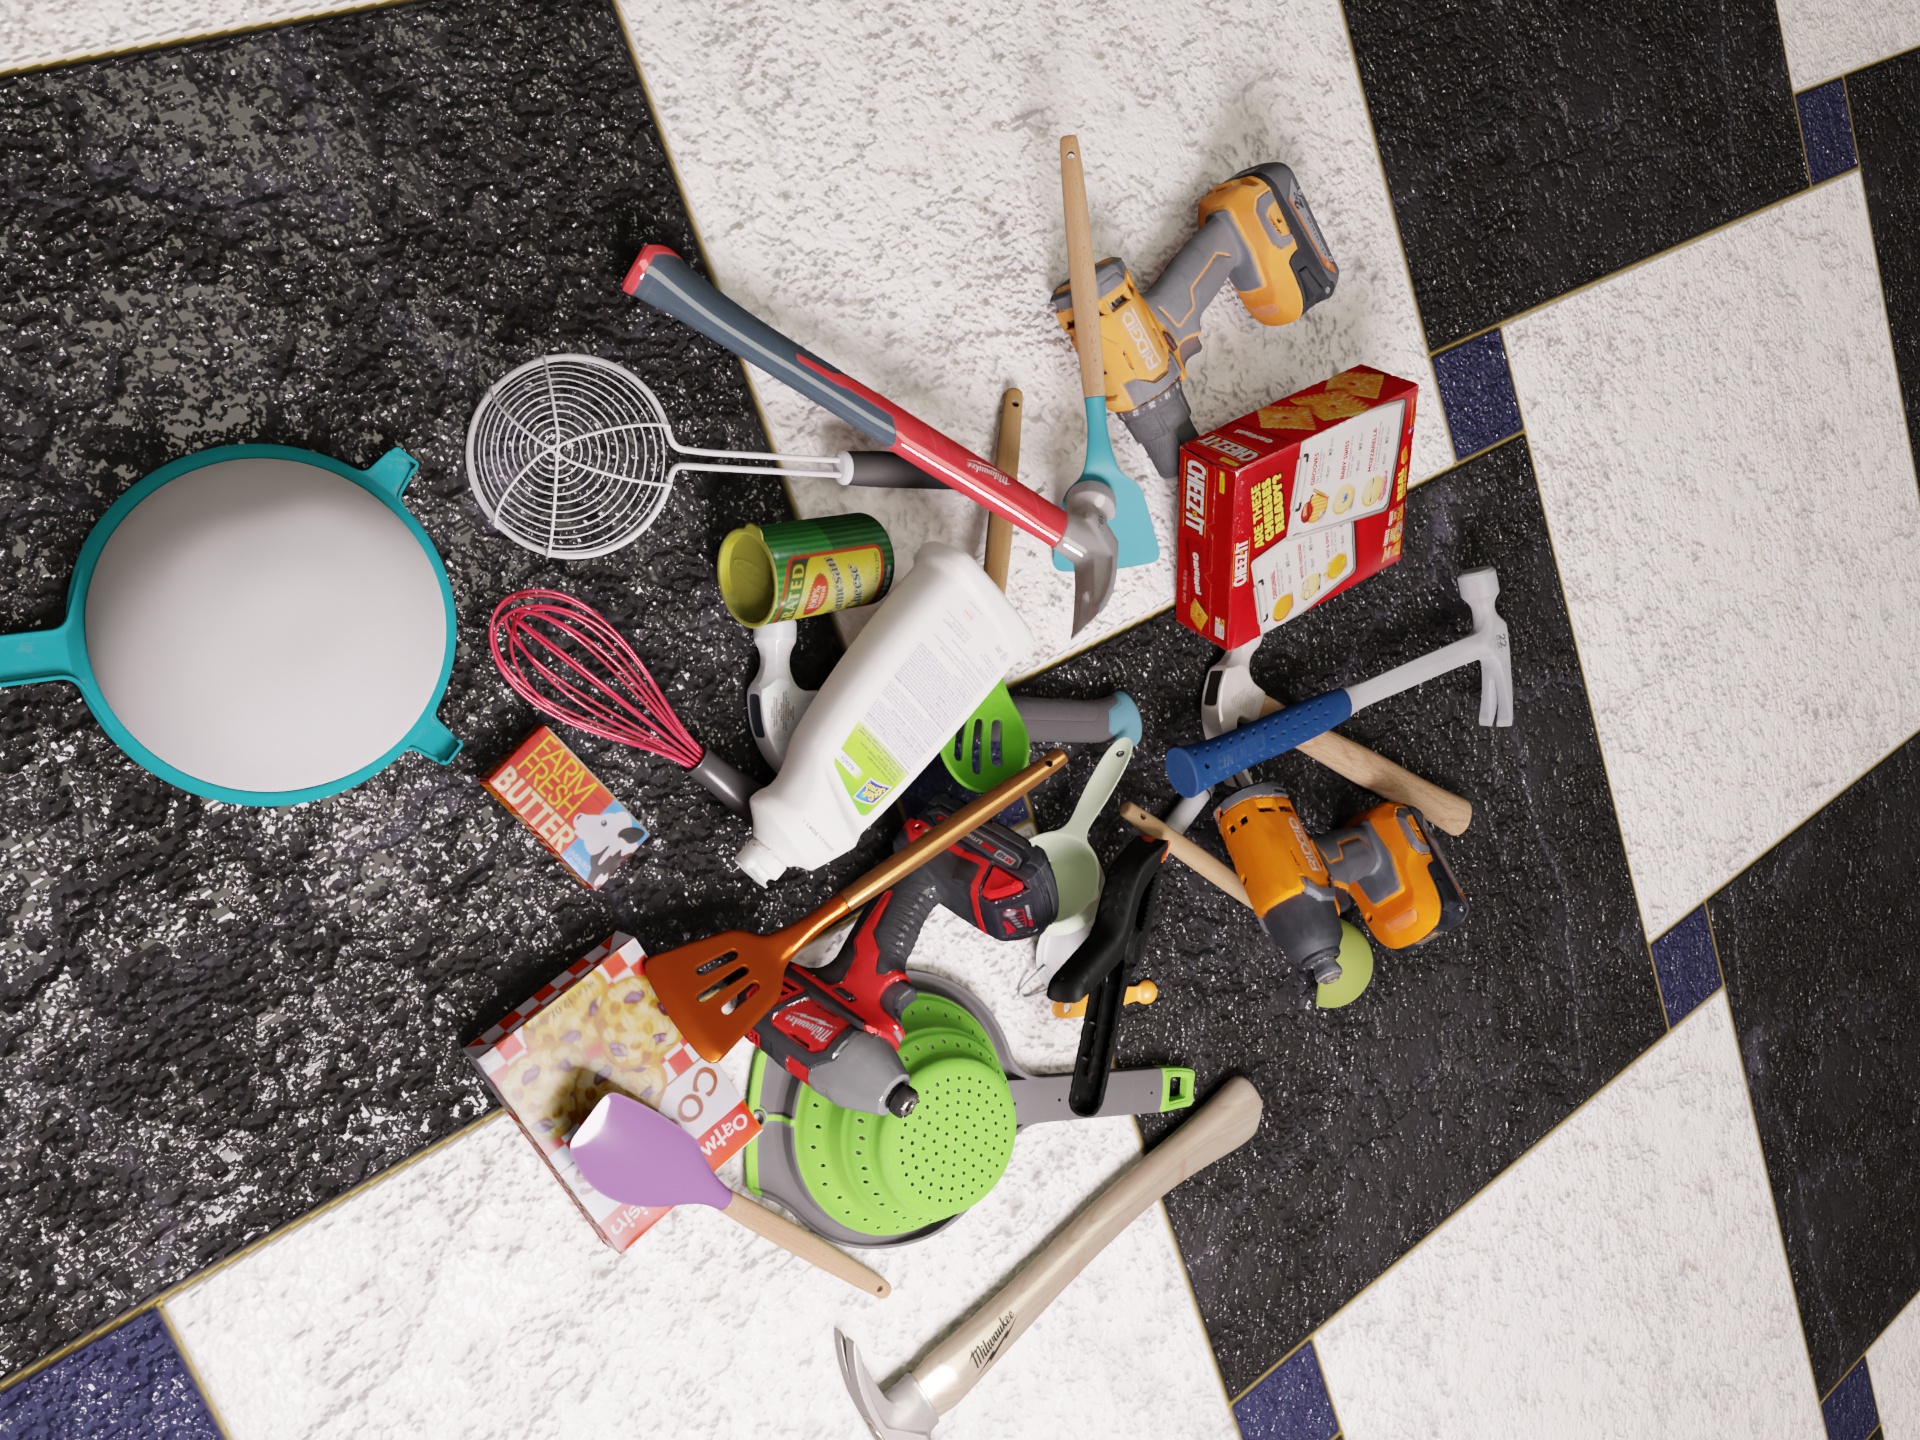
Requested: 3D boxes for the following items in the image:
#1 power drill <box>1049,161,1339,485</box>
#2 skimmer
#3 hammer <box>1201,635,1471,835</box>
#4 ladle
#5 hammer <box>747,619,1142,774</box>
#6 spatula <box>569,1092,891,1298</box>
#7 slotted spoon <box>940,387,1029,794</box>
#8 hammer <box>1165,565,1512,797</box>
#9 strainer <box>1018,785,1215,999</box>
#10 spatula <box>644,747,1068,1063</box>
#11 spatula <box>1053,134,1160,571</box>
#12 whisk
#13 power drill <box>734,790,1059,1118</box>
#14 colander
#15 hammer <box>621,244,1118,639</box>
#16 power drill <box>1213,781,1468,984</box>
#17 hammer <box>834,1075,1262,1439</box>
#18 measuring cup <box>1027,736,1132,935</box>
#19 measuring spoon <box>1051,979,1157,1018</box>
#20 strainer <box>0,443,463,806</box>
[{"bbox_3d":[0.196,-0.312,1.258,0.226,0.084,0.185,-39,111,-20],"label":"power drill"},{"bbox_3d":[-0.145,-0.172,1.077,0.363,0.090,0.127,-5,94,-42],"label":"skimmer"},{"bbox_3d":[0.333,0.033,1.384,0.331,0.031,0.130,25,78,-31],"label":"hammer"},{"bbox_3d":[0.233,0.147,1.303,0.319,0.062,0.078,34,64,-29],"label":"ladle"},{"bbox_3d":[-0.002,-0.004,1.171,0.330,0.033,0.128,1,90,-32],"label":"hammer"},{"bbox_3d":[-0.144,0.333,1.067,0.060,0.018,0.315,-55,130,-11],"label":"spatula"},{"bbox_3d":[0.026,-0.097,1.162,0.070,0.031,0.314,10,75,-17],"label":"slotted spoon"},{"bbox_3d":[0.333,-0.013,1.343,0.405,0.035,0.144,-20,101,-32],"label":"hammer"},{"bbox_3d":[0.138,0.128,1.262,0.258,0.050,0.086,-50,131,-24],"label":"strainer"},{"bbox_3d":[-0.057,0.108,1.070,0.322,0.041,0.081,-33,82,-14],"label":"spatula"},{"bbox_3d":[0.095,-0.266,1.180,0.082,0.044,0.317,-5,101,6],"label":"spatula"},{"bbox_3d":[-0.188,0.014,1.043,0.295,0.073,0.073,42,71,-33],"label":"whisk"},{"bbox_3d":[-0.036,0.166,1.093,0.220,0.143,0.078,-46,148,-23],"label":"power drill"},{"bbox_3d":[0.041,0.290,1.172,0.396,0.094,0.204,4,90,-32],"label":"colander"},{"bbox_3d":[-0.054,-0.194,1.077,0.386,0.038,0.143,29,43,-20],"label":"hammer"},{"bbox_3d":[0.314,0.137,1.293,0.226,0.084,0.164,8,52,-42],"label":"power drill"},{"bbox_3d":[0.086,0.406,1.241,0.410,0.038,0.146,-35,108,-27],"label":"hammer"},{"bbox_3d":[0.094,0.089,1.214,0.168,0.083,0.038,-59,149,-20],"label":"measuring cup"},{"bbox_3d":[0.116,0.221,1.257,0.116,0.011,0.021,-1,94,-41],"label":"measuring spoon"},{"bbox_3d":[-0.433,-0.043,0.861,0.340,0.095,0.211,-11,98,-33],"label":"strainer"}]
